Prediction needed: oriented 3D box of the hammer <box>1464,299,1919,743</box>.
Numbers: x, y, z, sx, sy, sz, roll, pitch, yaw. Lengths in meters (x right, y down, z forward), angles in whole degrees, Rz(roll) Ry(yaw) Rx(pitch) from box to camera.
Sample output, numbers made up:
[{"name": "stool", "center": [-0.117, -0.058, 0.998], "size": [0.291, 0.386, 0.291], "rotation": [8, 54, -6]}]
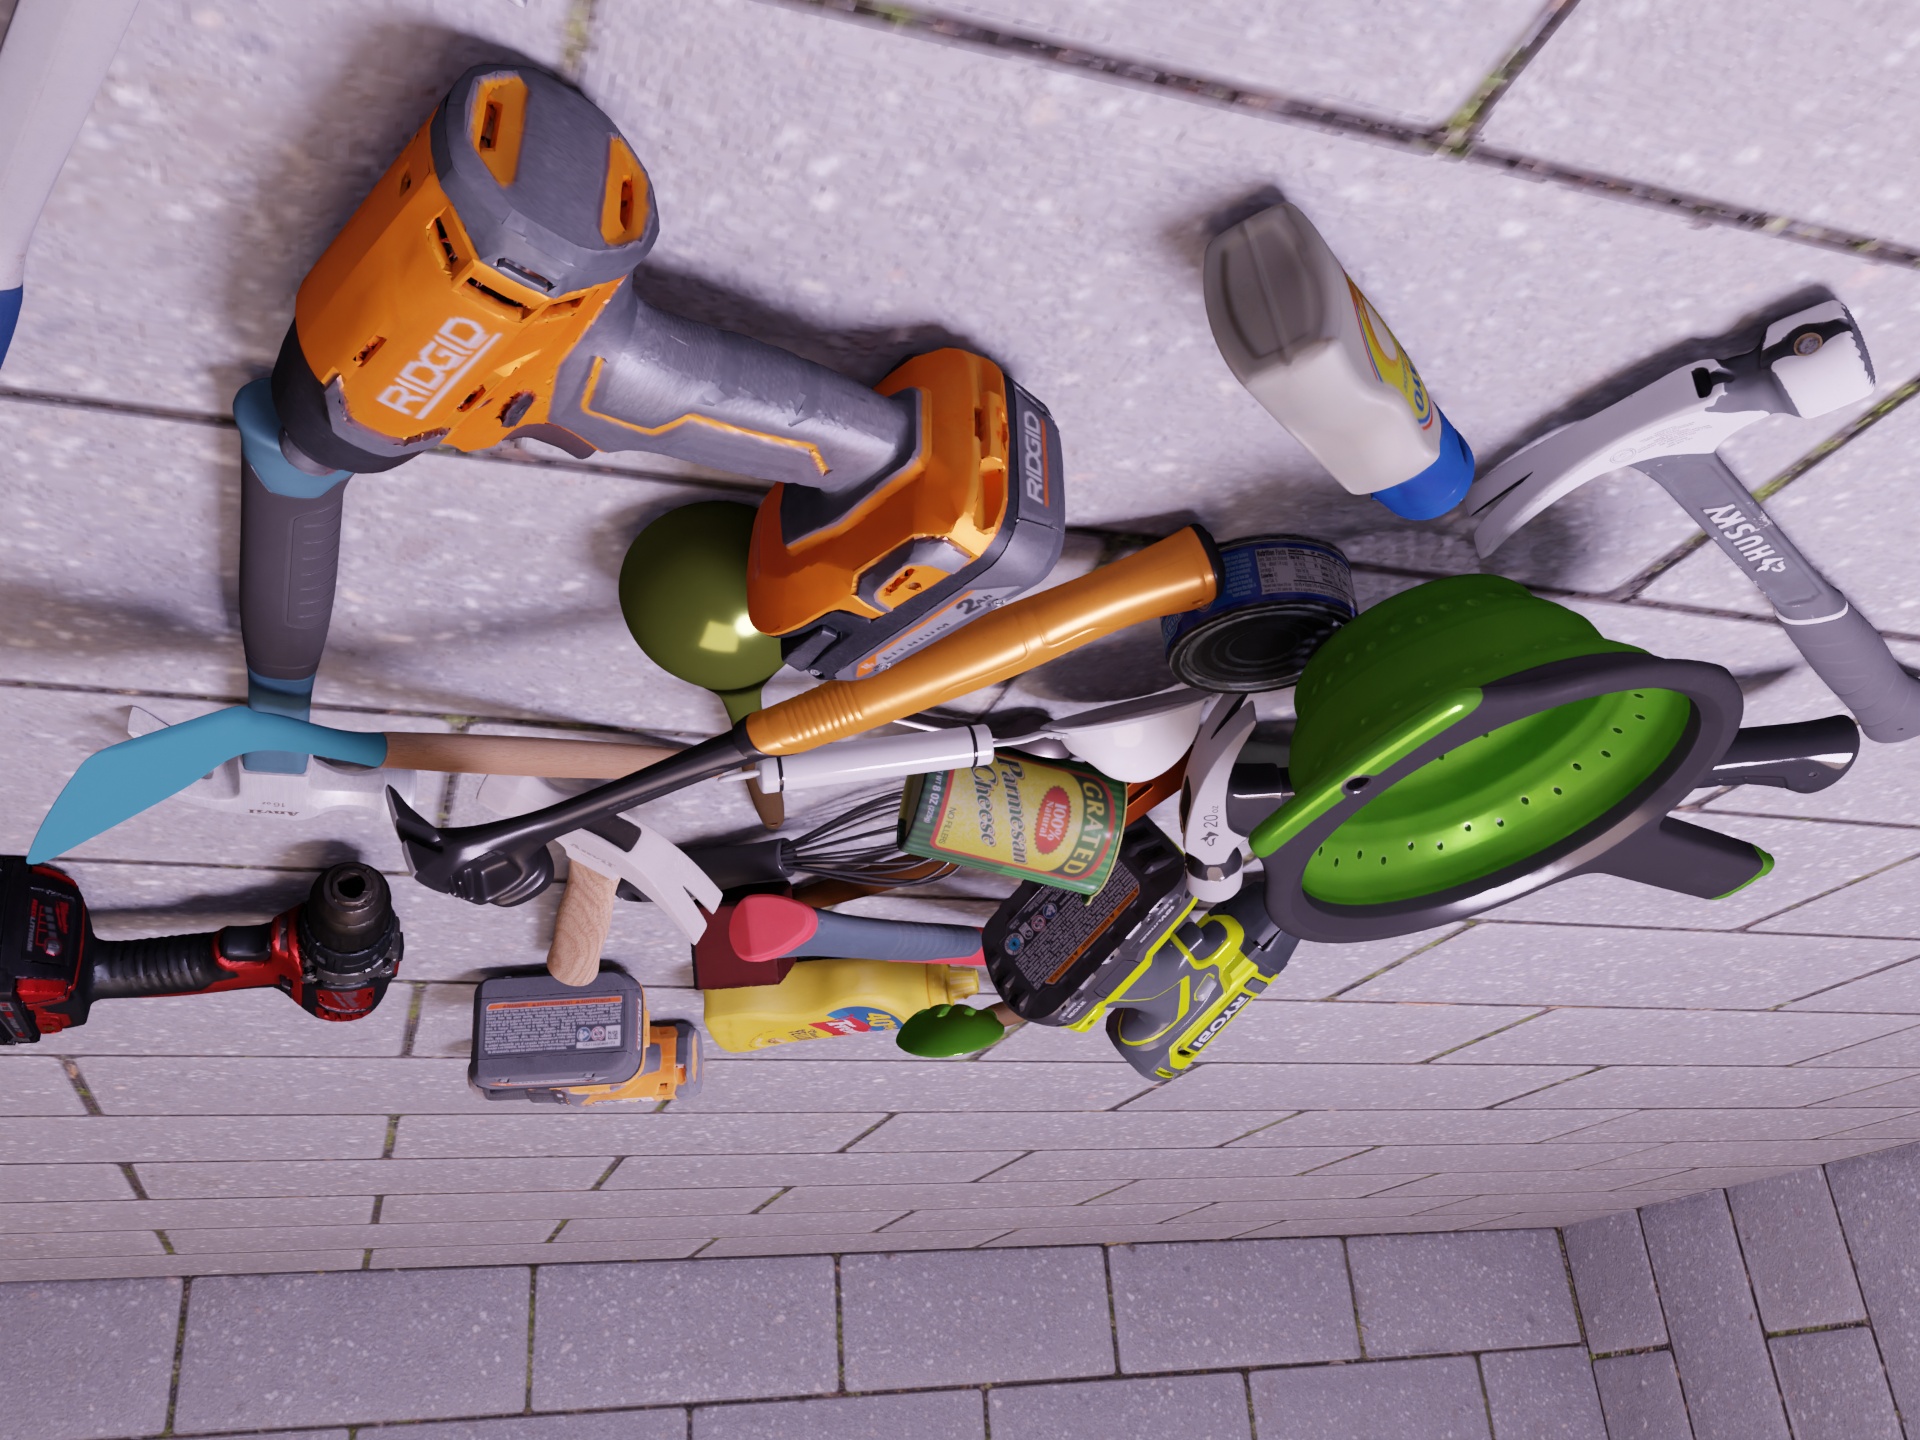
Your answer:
[{"name": "hammer", "center": [0.371, -0.055, 0.714], "size": [0.149, 0.036, 0.408], "rotation": [-22, 150, 35]}]

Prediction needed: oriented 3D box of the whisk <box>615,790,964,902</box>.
[{"name": "whisk", "center": [-0.099, 0.079, 0.907], "size": [0.239, 0.055, 0.055], "rotation": [-11, 155, 23]}]

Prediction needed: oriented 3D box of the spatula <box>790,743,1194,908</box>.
[{"name": "spatula", "center": [-0.004, 0.071, 0.931], "size": [0.322, 0.041, 0.081], "rotation": [-20, 150, 38]}]

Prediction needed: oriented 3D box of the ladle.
[{"name": "ladle", "center": [-0.099, -0.007, 0.738], "size": [0.078, 0.062, 0.320], "rotation": [-8, 162, -5]}]

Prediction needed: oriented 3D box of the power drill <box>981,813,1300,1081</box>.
[{"name": "power drill", "center": [0.128, 0.138, 0.994], "size": [0.171, 0.080, 0.223], "rotation": [-48, 143, 10]}]

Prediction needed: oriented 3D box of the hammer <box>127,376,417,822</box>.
[{"name": "hammer", "center": [-0.275, -0.031, 0.651], "size": [0.128, 0.033, 0.331], "rotation": [5, 153, -23]}]

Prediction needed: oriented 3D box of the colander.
[{"name": "colander", "center": [0.266, 0.019, 0.725], "size": [0.396, 0.095, 0.204], "rotation": [14, 136, -43]}]

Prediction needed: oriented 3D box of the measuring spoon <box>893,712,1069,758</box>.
[{"name": "measuring spoon", "center": [-0.001, -0.002, 0.781], "size": [0.124, 0.018, 0.034], "rotation": [12, -168, -21]}]

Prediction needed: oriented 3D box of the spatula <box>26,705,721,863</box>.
[{"name": "spatula", "center": [-0.230, 0.024, 0.700], "size": [0.317, 0.044, 0.082], "rotation": [4, 144, -46]}]

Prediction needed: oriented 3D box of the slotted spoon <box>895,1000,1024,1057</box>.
[{"name": "slotted spoon", "center": [0.023, 0.212, 1.143], "size": [0.070, 0.031, 0.313], "rotation": [-2, 173, 15]}]

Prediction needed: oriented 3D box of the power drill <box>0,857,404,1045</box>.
[{"name": "power drill", "center": [-0.437, 0.126, 0.911], "size": [0.226, 0.080, 0.187], "rotation": [3, 154, -22]}]

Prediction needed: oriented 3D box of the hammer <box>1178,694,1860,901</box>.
[{"name": "hammer", "center": [0.280, 0.025, 0.807], "size": [0.335, 0.035, 0.146], "rotation": [-5, 137, 3]}]

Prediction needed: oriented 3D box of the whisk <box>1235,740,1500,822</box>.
[{"name": "whisk", "center": [0.244, 0.033, 0.868], "size": [0.246, 0.059, 0.058], "rotation": [6, -177, -12]}]

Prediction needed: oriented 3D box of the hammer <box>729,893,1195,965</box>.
[{"name": "hammer", "center": [-0.005, 0.148, 1.023], "size": [0.143, 0.038, 0.386], "rotation": [-23, 157, 36]}]

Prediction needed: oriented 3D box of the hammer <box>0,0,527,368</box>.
[{"name": "hammer", "center": [-0.264, -0.129, 0.439], "size": [0.144, 0.035, 0.405], "rotation": [16, 148, -37]}]

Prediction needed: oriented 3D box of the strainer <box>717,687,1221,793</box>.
[{"name": "strainer", "center": [0.016, 0.012, 0.740], "size": [0.258, 0.050, 0.087], "rotation": [-7, -177, -13]}]

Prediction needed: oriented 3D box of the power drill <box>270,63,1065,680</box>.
[{"name": "power drill", "center": [-0.095, -0.090, 0.506], "size": [0.226, 0.084, 0.164], "rotation": [23, 144, -38]}]

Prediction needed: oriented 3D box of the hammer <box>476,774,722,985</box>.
[{"name": "hammer", "center": [-0.216, 0.110, 0.927], "size": [0.130, 0.031, 0.331], "rotation": [29, 154, -4]}]

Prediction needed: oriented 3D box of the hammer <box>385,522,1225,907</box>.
[{"name": "hammer", "center": [-0.053, -0.006, 0.630], "size": [0.337, 0.034, 0.127], "rotation": [-22, 168, -3]}]

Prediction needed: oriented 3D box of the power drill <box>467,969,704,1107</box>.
[{"name": "power drill", "center": [-0.302, 0.250, 1.197], "size": [0.185, 0.084, 0.226], "rotation": [-4, 159, 1]}]
